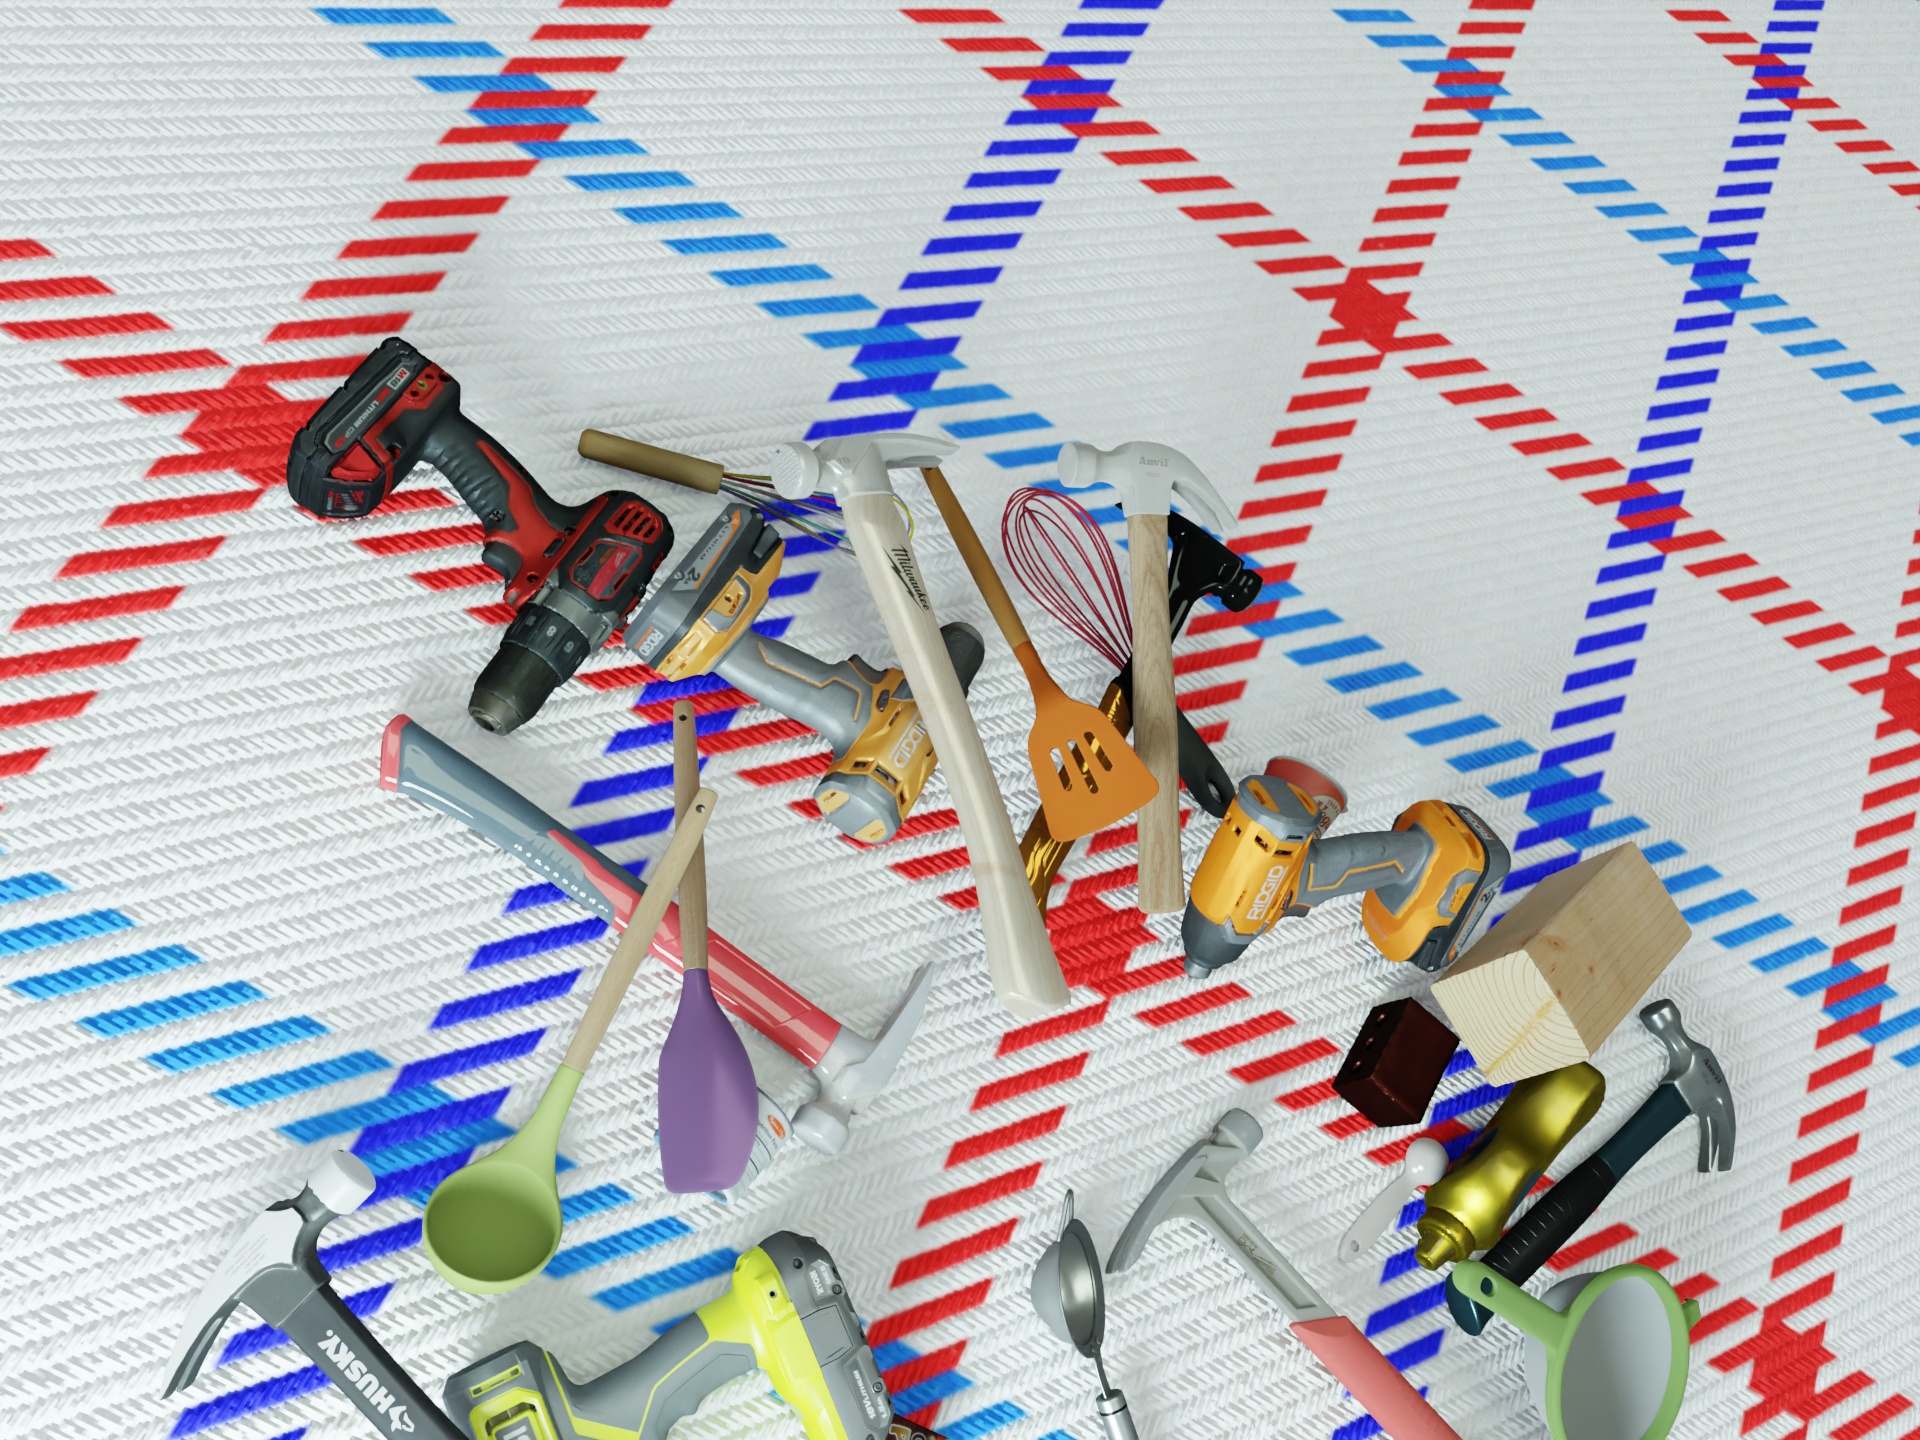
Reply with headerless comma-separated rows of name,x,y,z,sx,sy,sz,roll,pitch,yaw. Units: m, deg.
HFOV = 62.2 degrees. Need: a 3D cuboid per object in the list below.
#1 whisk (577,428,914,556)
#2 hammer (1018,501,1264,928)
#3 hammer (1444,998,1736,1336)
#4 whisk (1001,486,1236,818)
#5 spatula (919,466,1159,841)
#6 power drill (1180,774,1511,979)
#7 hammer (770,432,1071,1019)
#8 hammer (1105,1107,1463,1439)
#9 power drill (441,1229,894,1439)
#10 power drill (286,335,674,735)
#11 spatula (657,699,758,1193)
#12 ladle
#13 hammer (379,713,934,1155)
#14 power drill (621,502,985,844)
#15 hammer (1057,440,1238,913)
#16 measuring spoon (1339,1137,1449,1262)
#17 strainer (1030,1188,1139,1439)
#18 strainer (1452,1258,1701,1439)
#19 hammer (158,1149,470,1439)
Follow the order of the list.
whisk,-0.151,-0.162,1.136,0.245,0.047,0.051,14,55,-13
hammer,0.099,0.004,1.141,0.127,0.034,0.337,33,75,-19
hammer,0.484,0.353,1.221,0.331,0.033,0.128,-30,84,-28
whisk,0.125,-0.051,1.202,0.073,0.073,0.296,-35,94,-28
spatula,0.036,-0.066,1.134,0.081,0.041,0.323,-27,62,3
power drill,0.269,0.126,1.159,0.226,0.164,0.084,7,31,-25
hammer,-0.002,-0.003,1.074,0.146,0.038,0.411,-12,79,-40
hammer,0.265,0.446,1.088,0.359,0.036,0.149,47,62,2
power drill,-0.160,0.409,0.914,0.223,0.080,0.171,-21,80,-23
power drill,-0.321,-0.116,1.030,0.226,0.080,0.188,36,63,-11
spatula,-0.163,0.131,0.989,0.059,0.018,0.316,-5,65,-7
ladle,-0.219,0.182,0.947,0.078,0.062,0.320,26,75,-4
hammer,-0.198,0.110,1.021,0.386,0.038,0.143,37,61,-7
power drill,-0.094,-0.049,1.097,0.226,0.084,0.185,39,55,-11
hammer,0.138,-0.031,1.125,0.130,0.031,0.331,-2,90,-24
measuring spoon,0.318,0.351,1.161,0.124,0.018,0.034,-37,89,-28
strainer,0.092,0.433,1.028,0.087,0.050,0.258,-6,76,-70
strainer,0.412,0.431,1.122,0.256,0.069,0.151,36,73,-25
hammer,-0.272,0.398,0.839,0.335,0.035,0.146,43,82,7
